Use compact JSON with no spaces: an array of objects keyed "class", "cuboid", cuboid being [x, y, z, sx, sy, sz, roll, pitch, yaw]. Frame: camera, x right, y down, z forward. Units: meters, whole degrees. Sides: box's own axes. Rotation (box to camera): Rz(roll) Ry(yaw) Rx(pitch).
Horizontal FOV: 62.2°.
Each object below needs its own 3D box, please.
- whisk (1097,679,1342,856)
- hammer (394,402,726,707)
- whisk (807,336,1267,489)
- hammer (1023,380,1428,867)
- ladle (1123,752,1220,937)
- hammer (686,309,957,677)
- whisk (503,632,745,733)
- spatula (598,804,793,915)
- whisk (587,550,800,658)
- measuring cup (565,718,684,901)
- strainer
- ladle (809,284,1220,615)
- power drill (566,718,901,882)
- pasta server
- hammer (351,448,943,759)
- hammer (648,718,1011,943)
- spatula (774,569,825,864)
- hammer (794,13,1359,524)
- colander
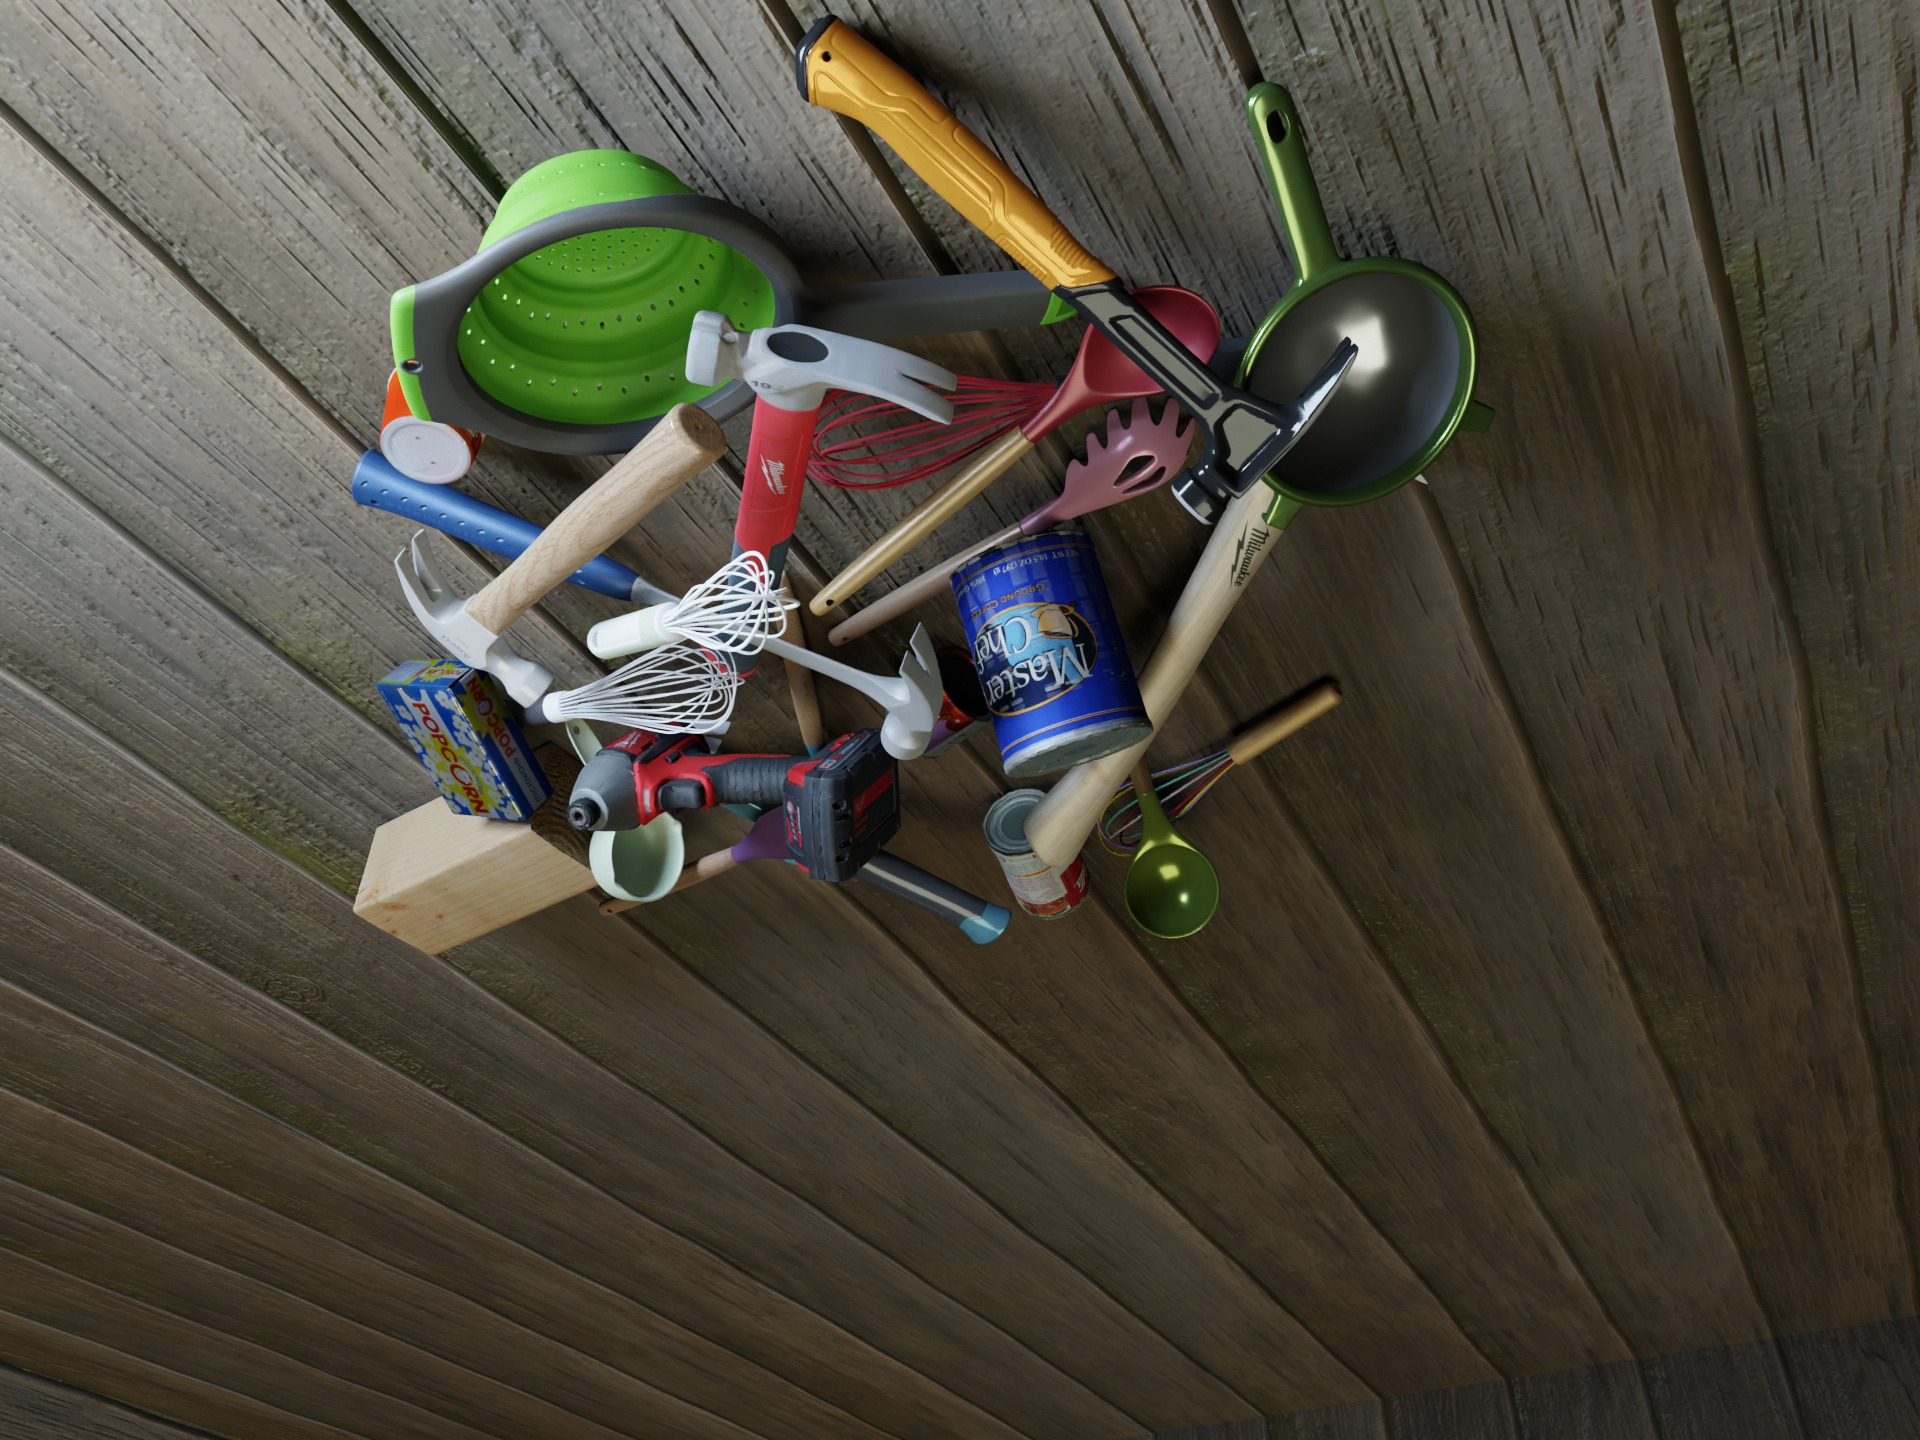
[{"class":"whisk","cuboid":[0.205,0.041,1.275,0.051,0.047,0.245,32,127,-31]},{"class":"hammer","cuboid":[-0.241,-0.105,0.959,0.130,0.031,0.331,41,140,-20]},{"class":"whisk","cuboid":[0.041,-0.197,0.978,0.296,0.073,0.073,-11,139,5]},{"class":"hammer","cuboid":[0.160,-0.043,1.118,0.146,0.038,0.410,15,127,-18]},{"class":"ladle","cuboid":[0.135,0.040,1.217,0.078,0.062,0.319,-12,125,12]},{"class":"hammer","cuboid":[-0.108,-0.117,1.001,0.143,0.038,0.386,11,155,-8]},{"class":"whisk","cuboid":[-0.270,-0.015,1.164,0.284,0.070,0.070,-8,143,34]},{"class":"spatula","cuboid":[-0.196,0.117,1.296,0.316,0.018,0.059,-23,121,37]},{"class":"whisk","cuboid":[-0.171,-0.060,0.957,0.059,0.058,0.246,1,176,-35]},{"class":"measuring cup","cuboid":[-0.277,0.068,1.250,0.038,0.083,0.167,-7,117,39]},{"class":"strainer","cuboid":[0.203,-0.246,0.916,0.151,0.069,0.256,-26,122,3]},{"class":"ladle","cuboid":[0.022,-0.155,0.957,0.315,0.031,0.069,-36,121,25]},{"class":"power drill","cuboid":[-0.163,0.051,1.124,0.220,0.143,0.078,5,109,20]},{"class":"pasta server","cuboid":[0.025,-0.124,1.089,0.316,0.040,0.060,-27,134,34]},{"class":"hammer","cuboid":[-0.200,-0.085,1.029,0.405,0.035,0.144,22,156,0]},{"class":"hammer","cuboid":[-0.112,0.096,1.279,0.331,0.033,0.128,27,138,-7]},{"class":"spatula","cuboid":[-0.118,0.007,1.229,0.082,0.044,0.317,8,140,12]},{"class":"hammer","cuboid":[0.055,-0.255,0.849,0.336,0.034,0.127,38,111,-14]},{"class":"colander","cuboid":[-0.115,-0.253,0.893,0.397,0.095,0.204,-10,157,-17]}]
